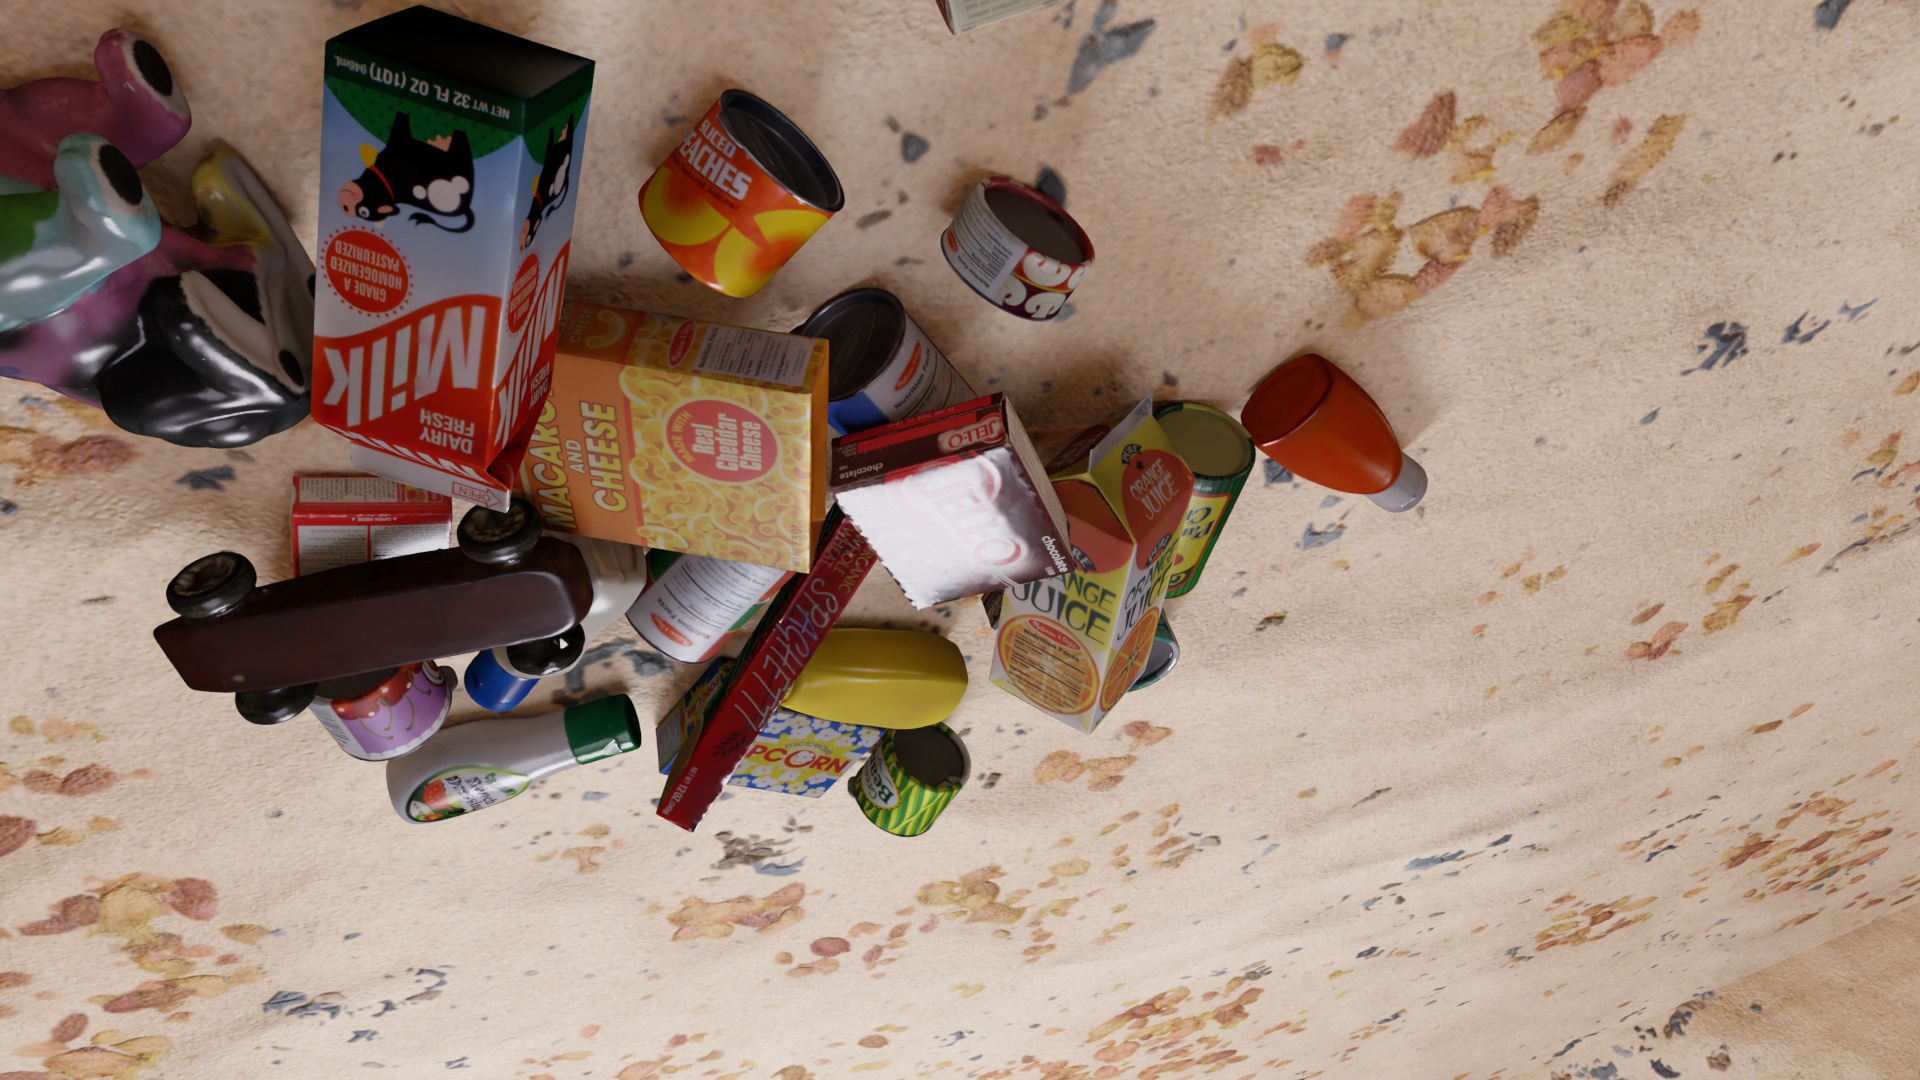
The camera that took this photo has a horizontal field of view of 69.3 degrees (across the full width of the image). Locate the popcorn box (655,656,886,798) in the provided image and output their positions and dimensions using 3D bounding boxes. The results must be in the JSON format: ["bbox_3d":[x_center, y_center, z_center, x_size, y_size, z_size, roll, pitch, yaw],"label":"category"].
[{"bbox_3d":[-0.124,0.125,0.915,0.127,0.038,0.085,17,130,-37],"label":"popcorn box"}]

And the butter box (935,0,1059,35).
[{"bbox_3d":[0.036,-0.235,0.540,0.103,0.053,0.024,-18,144,0],"label":"butter box"}]

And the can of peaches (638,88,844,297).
[{"bbox_3d":[-0.094,-0.145,0.582,0.058,0.071,0.071,-40,137,25],"label":"can of peaches"}]

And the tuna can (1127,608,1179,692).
[{"bbox_3d":[0.113,0.074,0.956,0.071,0.033,0.070,-12,141,-10],"label":"tuna can"}]

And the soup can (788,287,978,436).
[{"bbox_3d":[-0.038,-0.075,0.692,0.071,0.071,0.083,-29,141,13],"label":"soup can"}]

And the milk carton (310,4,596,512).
[{"bbox_3d":[-0.200,-0.098,0.542,0.072,0.074,0.189,17,121,-3],"label":"milk carton"}]

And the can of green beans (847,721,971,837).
[{"bbox_3d":[-0.034,0.165,0.977,0.071,0.071,0.057,8,134,-30],"label":"can of green beans"}]

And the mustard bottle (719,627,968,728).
[{"bbox_3d":[-0.075,0.083,0.876,0.160,0.049,0.065,9,133,-29],"label":"mustard bottle"}]

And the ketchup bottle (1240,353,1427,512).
[{"bbox_3d":[0.234,-0.057,0.840,0.064,0.044,0.148,-42,136,22],"label":"ketchup bottle"}]

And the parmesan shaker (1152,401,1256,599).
[{"bbox_3d":[0.123,-0.024,0.819,0.071,0.071,0.102,-4,139,-18],"label":"parmesan shaker"}]

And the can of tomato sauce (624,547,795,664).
[{"bbox_3d":[-0.134,0.015,0.756,0.071,0.071,0.083,25,120,-41],"label":"can of tomato sauce"}]

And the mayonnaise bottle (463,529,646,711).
[{"bbox_3d":[-0.224,0.041,0.756,0.041,0.065,0.147,5,141,-45],"label":"mayonnaise bottle"}]

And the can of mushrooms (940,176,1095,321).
[{"bbox_3d":[0.029,-0.136,0.645,0.071,0.071,0.033,12,132,-33],"label":"can of mushrooms"}]

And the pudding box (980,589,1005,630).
[{"bbox_3d":[0.062,0.037,0.893,0.084,0.030,0.049,8,133,-30],"label":"pudding box"}]

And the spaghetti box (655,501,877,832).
[{"bbox_3d":[-0.107,0.067,0.796,0.028,0.050,0.249,27,118,-14],"label":"spaghetti box"}]

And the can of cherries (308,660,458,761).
[{"bbox_3d":[-0.318,0.076,0.756,0.071,0.072,0.058,-14,140,-6],"label":"can of cherries"}]

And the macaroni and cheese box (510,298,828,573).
[{"bbox_3d":[-0.147,-0.049,0.648,0.166,0.040,0.123,9,138,1],"label":"macaroni and cheese box"}]

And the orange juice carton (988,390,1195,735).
[{"bbox_3d":[0.074,0.010,0.778,0.072,0.073,0.191,-41,150,-43],"label":"orange juice carton"}]

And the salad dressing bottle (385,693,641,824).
[{"bbox_3d":[-0.273,0.132,0.857,0.148,0.044,0.064,-17,140,-3],"label":"salad dressing bottle"}]
